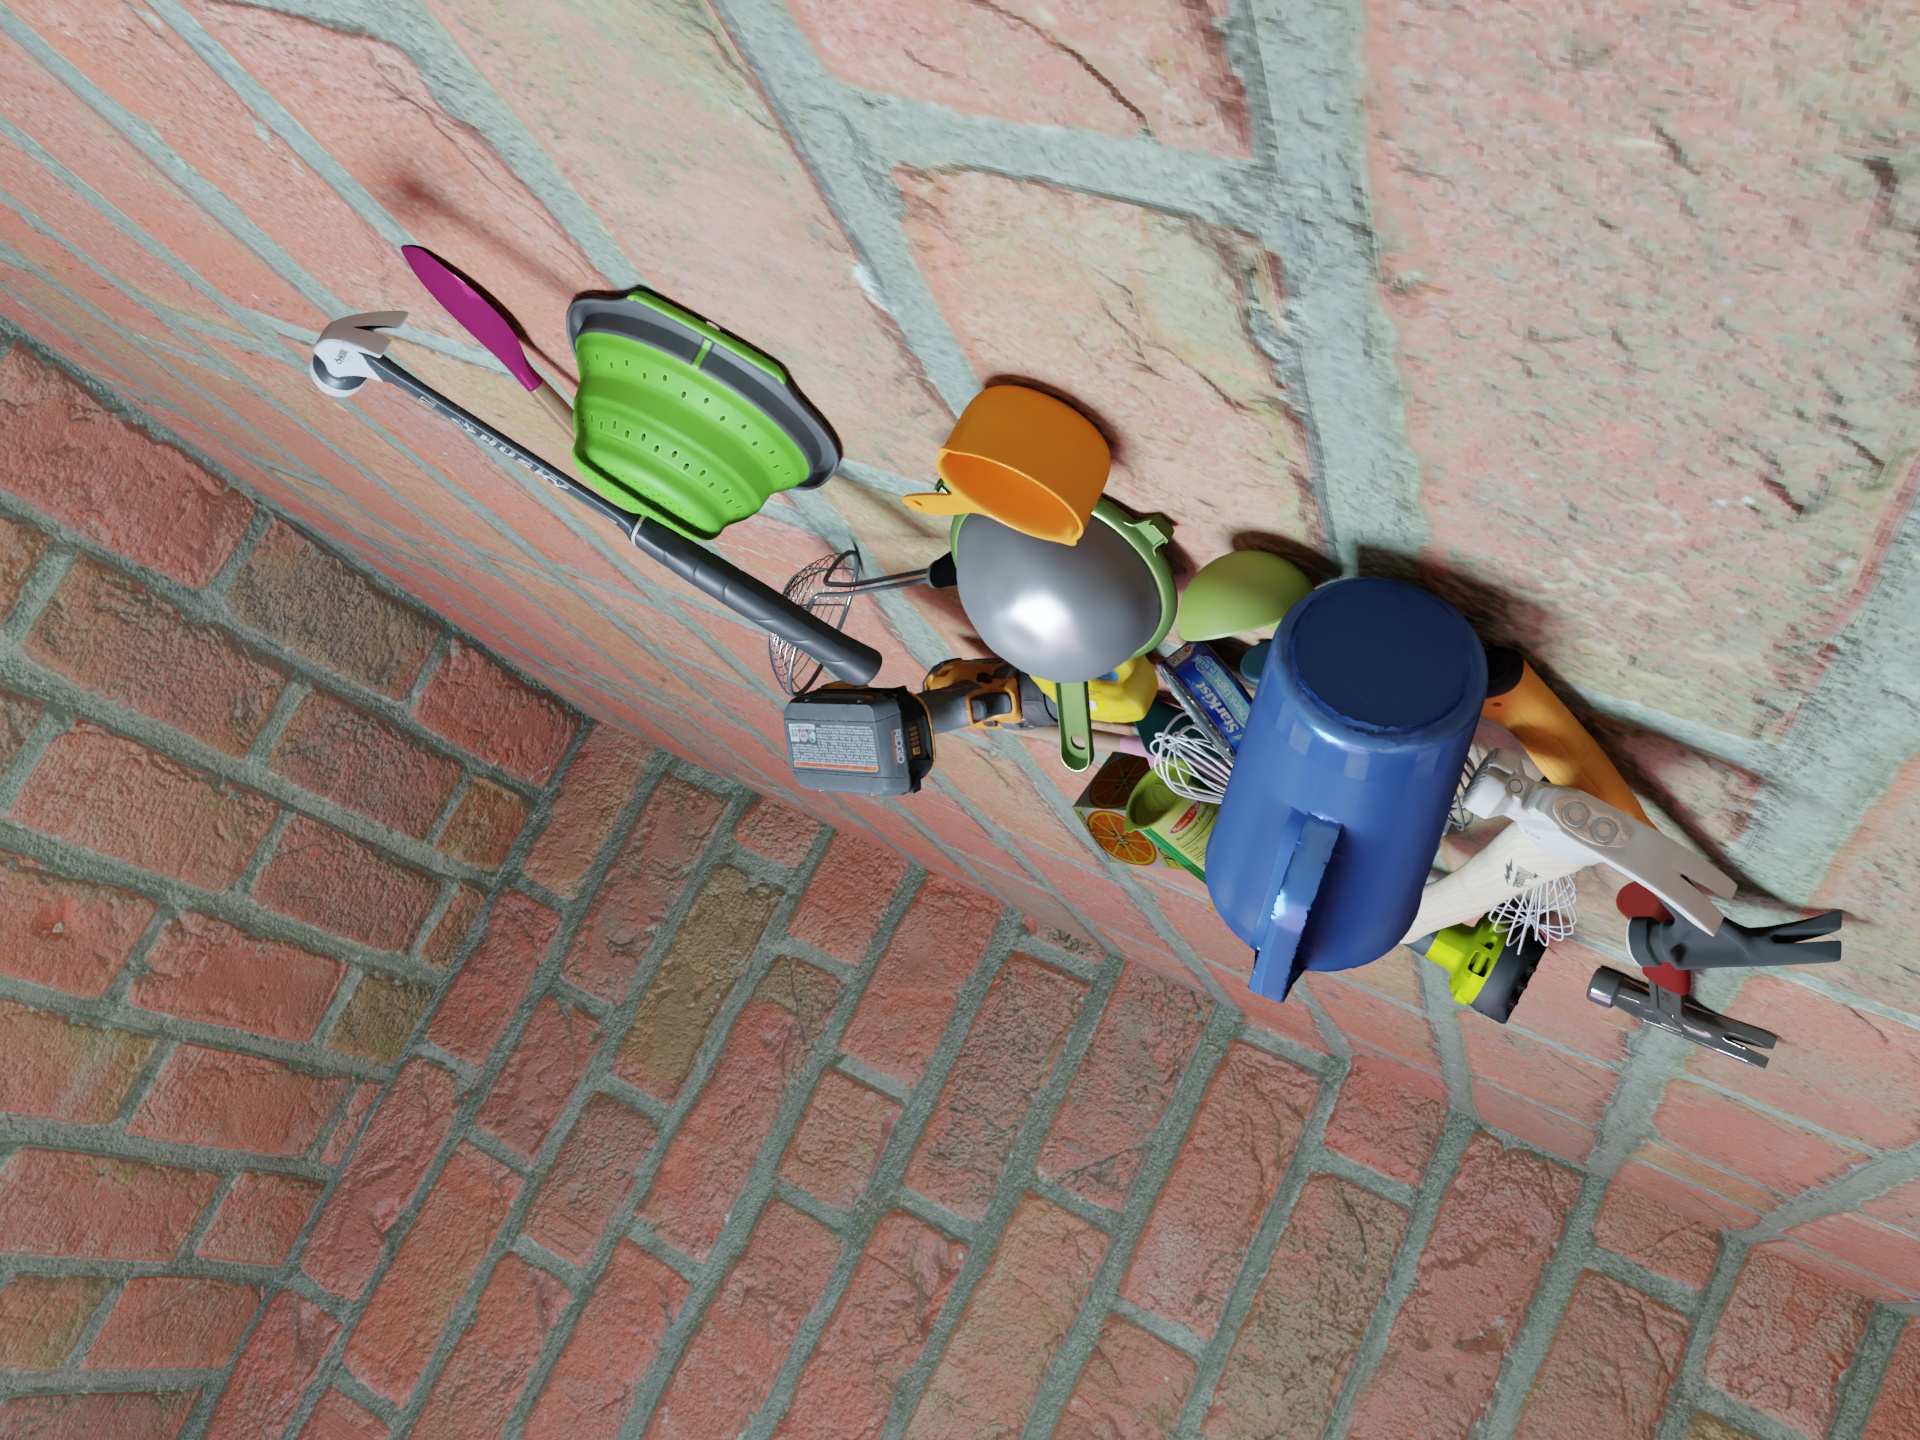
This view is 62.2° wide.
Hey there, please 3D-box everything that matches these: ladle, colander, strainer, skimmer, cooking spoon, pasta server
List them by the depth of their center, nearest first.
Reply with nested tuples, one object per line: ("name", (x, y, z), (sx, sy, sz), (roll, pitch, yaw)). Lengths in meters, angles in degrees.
("ladle", (0.225, -0.017, 0.971), (0.078, 0.062, 0.319), (-11, 152, 31))
("strainer", (0.057, -0.036, 1.003), (0.151, 0.069, 0.256), (16, 143, 22))
("colander", (-0.205, -0.175, 1.142), (0.204, 0.094, 0.397), (28, 169, -6))
("skimmer", (-0.033, -0.085, 1.177), (0.090, 0.127, 0.363), (39, 155, -30))
("cooking spoon", (-0.305, -0.236, 1.203), (0.069, 0.017, 0.318), (20, 159, 44))
("pasta server", (0.131, 0.024, 1.388), (0.316, 0.060, 0.040), (9, 137, 57))

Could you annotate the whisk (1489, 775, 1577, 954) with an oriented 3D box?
("whisk", (0.397, 0.097, 1.086), (0.070, 0.070, 0.284), (22, 163, 23))

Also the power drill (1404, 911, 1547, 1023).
("power drill", (0.375, 0.163, 1.362), (0.223, 0.080, 0.171), (28, -173, 13))

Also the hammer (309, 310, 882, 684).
("hammer", (-0.220, -0.134, 1.027), (0.408, 0.036, 0.149), (32, 166, -23))

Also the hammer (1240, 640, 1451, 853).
("hammer", (0.264, 0.027, 1.133), (0.128, 0.033, 0.330), (21, 167, 34))

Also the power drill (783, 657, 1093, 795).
("power drill", (-0.002, -0.004, 1.258), (0.185, 0.084, 0.226), (2, -166, 43))

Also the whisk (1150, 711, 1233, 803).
("whisk", (0.220, 0.058, 1.189), (0.058, 0.059, 0.246), (9, 164, 46))

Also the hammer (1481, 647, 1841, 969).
("hammer", (0.393, 0.059, 0.929), (0.127, 0.034, 0.336), (-11, 140, 44))

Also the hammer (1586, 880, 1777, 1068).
("hammer", (0.550, 0.193, 1.219), (0.149, 0.037, 0.358), (21, 168, 30))

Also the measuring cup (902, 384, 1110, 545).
("measuring cup", (0.017, -0.143, 0.886), (0.095, 0.052, 0.174), (32, 170, -26))

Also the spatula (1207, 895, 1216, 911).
("spatula", (0.257, 0.126, 1.484), (0.081, 0.041, 0.322), (24, 162, 11))

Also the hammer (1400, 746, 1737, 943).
("hammer", (0.346, 0.112, 1.033), (0.146, 0.038, 0.410), (30, 168, 8))

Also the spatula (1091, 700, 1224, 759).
("spatula", (0.123, 0.004, 1.333), (0.082, 0.044, 0.317), (2, -179, -21))

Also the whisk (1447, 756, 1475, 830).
("whisk", (0.294, 0.012, 0.976), (0.055, 0.055, 0.238), (22, 163, 25))
